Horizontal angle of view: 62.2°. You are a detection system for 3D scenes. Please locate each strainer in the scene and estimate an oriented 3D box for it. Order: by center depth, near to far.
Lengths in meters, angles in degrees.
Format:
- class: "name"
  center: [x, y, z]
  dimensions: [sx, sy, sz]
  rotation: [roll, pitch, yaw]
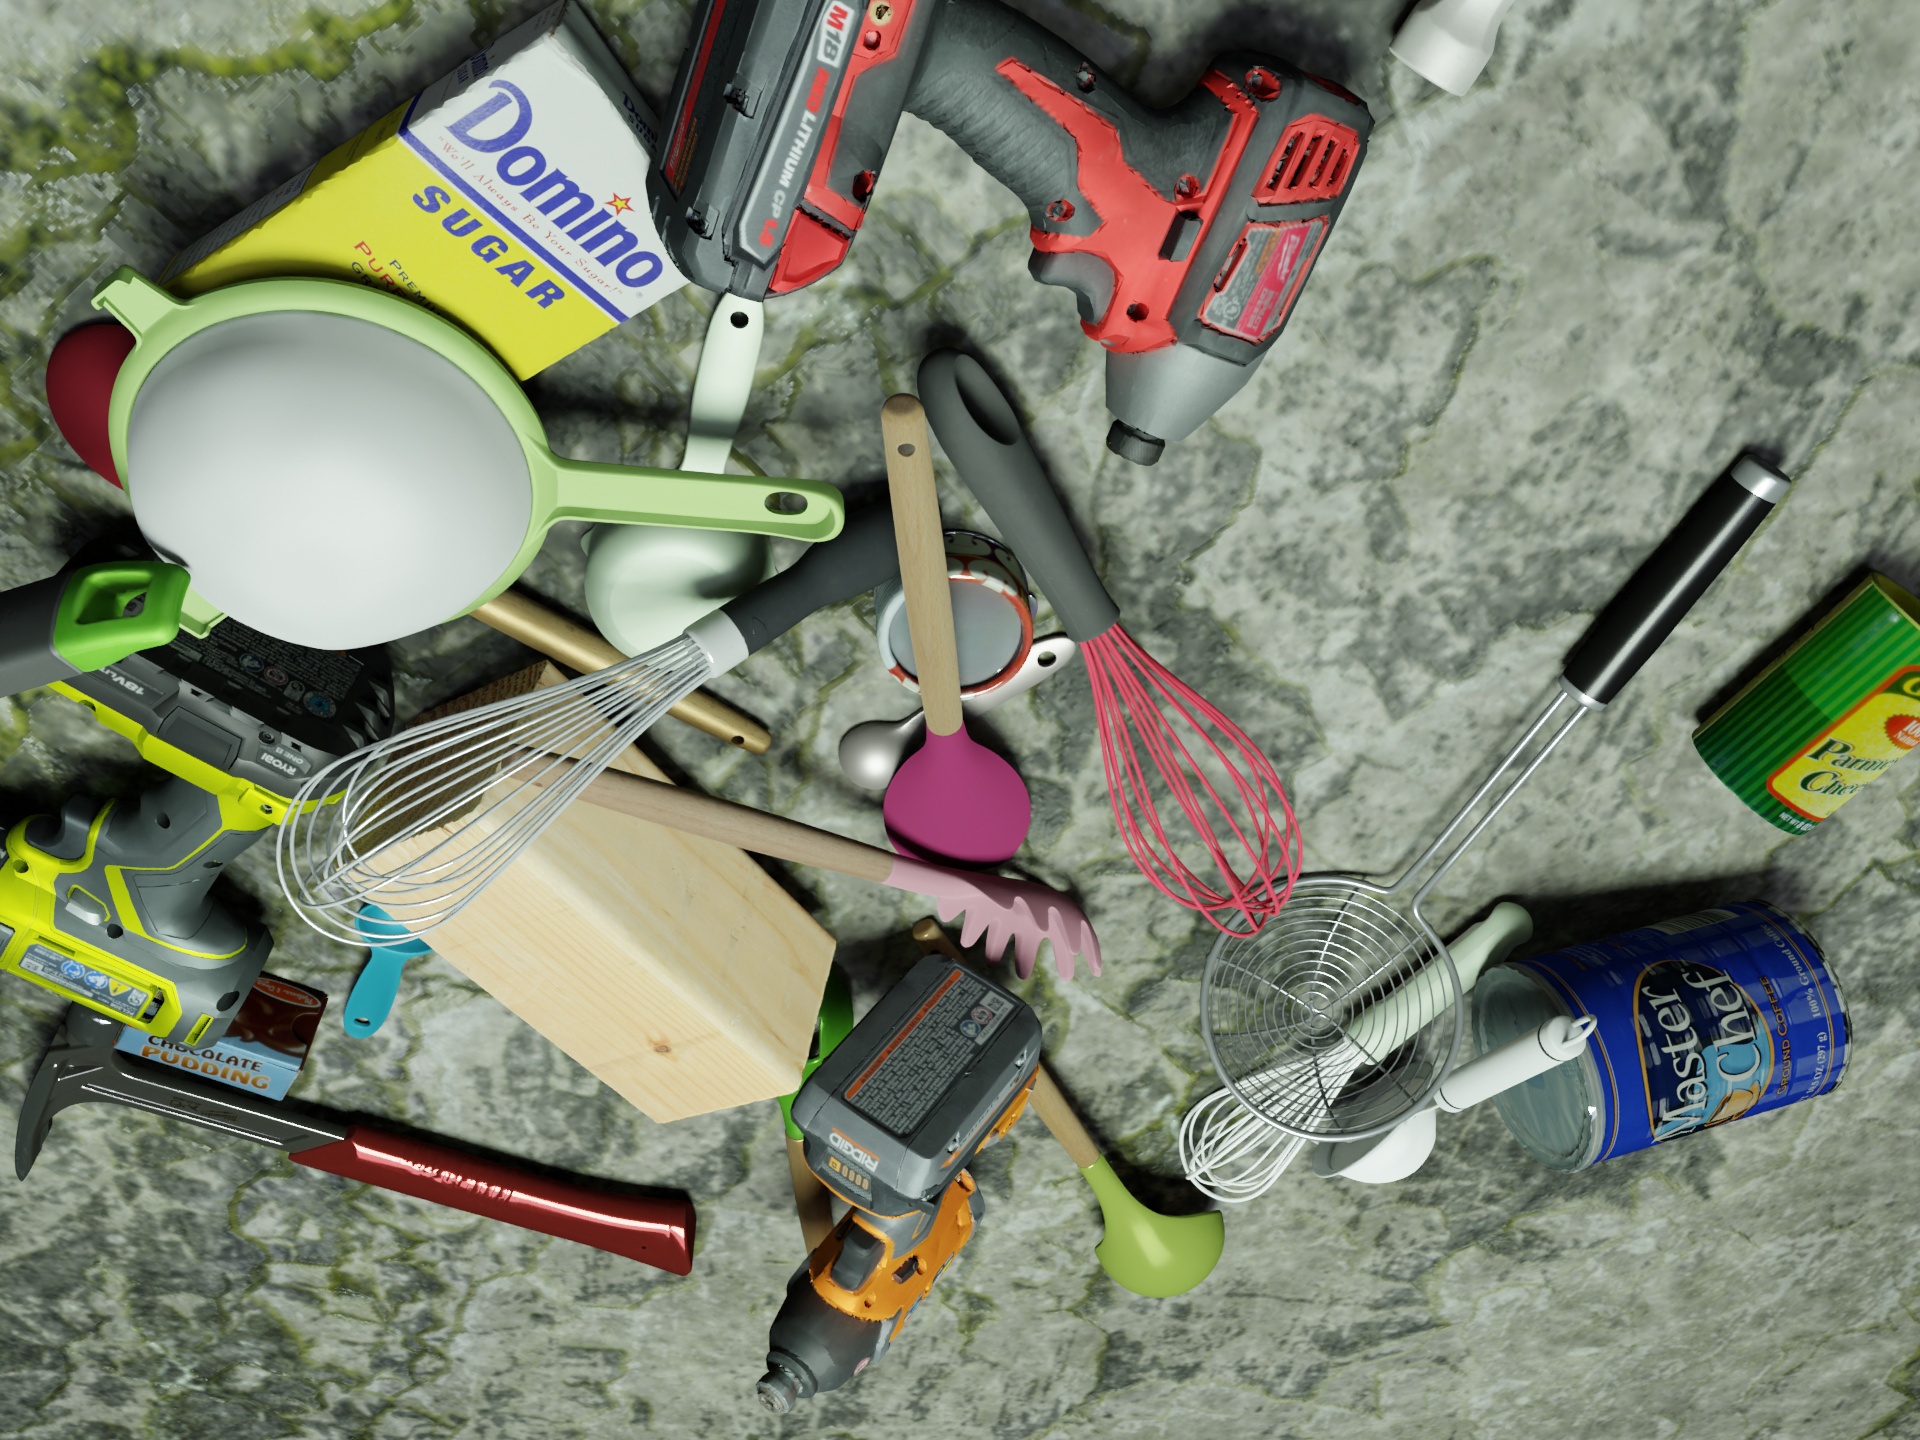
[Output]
- class: "strainer"
  center: [-0.168, -0.068, 0.559]
  dimensions: [0.256, 0.069, 0.151]
  rotation: [3, 133, -10]
- class: "strainer"
  center: [0.244, 0.191, 0.799]
  dimensions: [0.050, 0.087, 0.258]
  rotation: [43, 151, 9]

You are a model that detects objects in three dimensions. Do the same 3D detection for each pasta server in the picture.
- class: "pasta server"
  center: [-0.056, 0.066, 0.702]
  dimensions: [0.316, 0.040, 0.060]
  rotation: [21, 154, -37]

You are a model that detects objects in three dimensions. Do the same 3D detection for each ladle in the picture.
- class: "ladle"
  center: [-0.211, -0.058, 0.645]
  dimensions: [0.315, 0.031, 0.069]
  rotation: [29, 124, -26]
- class: "ladle"
  center: [0.058, 0.215, 0.876]
  dimensions: [0.078, 0.062, 0.319]
  rotation: [-23, 119, 17]

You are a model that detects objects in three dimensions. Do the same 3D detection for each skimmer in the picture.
- class: "skimmer"
  center: [0.239, 0.042, 0.714]
  dimensions: [0.127, 0.090, 0.363]
  rotation: [36, 121, 10]

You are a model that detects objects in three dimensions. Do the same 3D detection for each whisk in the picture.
- class: "whisk"
  center: [-0.118, -0.011, 0.593]
  dimensions: [0.284, 0.070, 0.070]
  rotation: [-34, 131, -22]
- class: "whisk"
  center: [0.064, -0.024, 0.648]
  dimensions: [0.073, 0.073, 0.295]
  rotation: [-26, 115, 16]
- class: "whisk"
  center: [0.207, 0.178, 0.851]
  dimensions: [0.246, 0.059, 0.057]
  rotation: [-47, 154, 23]

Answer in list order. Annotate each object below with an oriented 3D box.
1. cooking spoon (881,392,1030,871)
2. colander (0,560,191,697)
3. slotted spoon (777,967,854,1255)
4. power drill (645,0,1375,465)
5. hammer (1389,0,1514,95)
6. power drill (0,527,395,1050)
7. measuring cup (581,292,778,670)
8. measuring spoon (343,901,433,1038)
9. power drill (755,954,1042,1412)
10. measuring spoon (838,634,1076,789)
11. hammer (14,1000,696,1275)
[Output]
- class: "cooking spoon"
  center: [-0.009, -0.013, 0.645]
  dimensions: [0.069, 0.017, 0.318]
  rotation: [-6, 146, 1]
- class: "colander"
  center: [-0.433, 0.023, 0.589]
  dimensions: [0.397, 0.205, 0.094]
  rotation: [-14, 145, 13]
- class: "slotted spoon"
  center: [-0.085, 0.245, 0.891]
  dimensions: [0.070, 0.031, 0.313]
  rotation: [-4, 130, -1]
- class: "power drill"
  center: [0.018, -0.169, 0.520]
  dimensions: [0.219, 0.079, 0.143]
  rotation: [10, 119, -27]
- class: "hammer"
  center: [0.058, -0.317, 0.456]
  dimensions: [0.331, 0.031, 0.130]
  rotation: [22, 124, -19]
- class: "power drill"
  center: [-0.362, 0.031, 0.672]
  dimensions: [0.190, 0.080, 0.228]
  rotation: [32, 121, -20]
- class: "measuring cup"
  center: [-0.101, -0.088, 0.618]
  dimensions: [0.083, 0.038, 0.167]
  rotation: [12, 129, -13]
- class: "measuring spoon"
  center: [-0.285, 0.119, 0.788]
  dimensions: [0.042, 0.021, 0.128]
  rotation: [19, 134, -19]
- class: "power drill"
  center: [-0.040, 0.243, 0.798]
  dimensions: [0.084, 0.164, 0.226]
  rotation: [29, 135, 19]
- class: "measuring spoon"
  center: [-0.001, -0.002, 0.707]
  dimensions: [0.124, 0.018, 0.034]
  rotation: [-30, 124, 18]
- class: "hammer"
  center: [-0.315, 0.246, 0.869]
  dimensions: [0.358, 0.037, 0.149]
  rotation: [24, 123, -21]
